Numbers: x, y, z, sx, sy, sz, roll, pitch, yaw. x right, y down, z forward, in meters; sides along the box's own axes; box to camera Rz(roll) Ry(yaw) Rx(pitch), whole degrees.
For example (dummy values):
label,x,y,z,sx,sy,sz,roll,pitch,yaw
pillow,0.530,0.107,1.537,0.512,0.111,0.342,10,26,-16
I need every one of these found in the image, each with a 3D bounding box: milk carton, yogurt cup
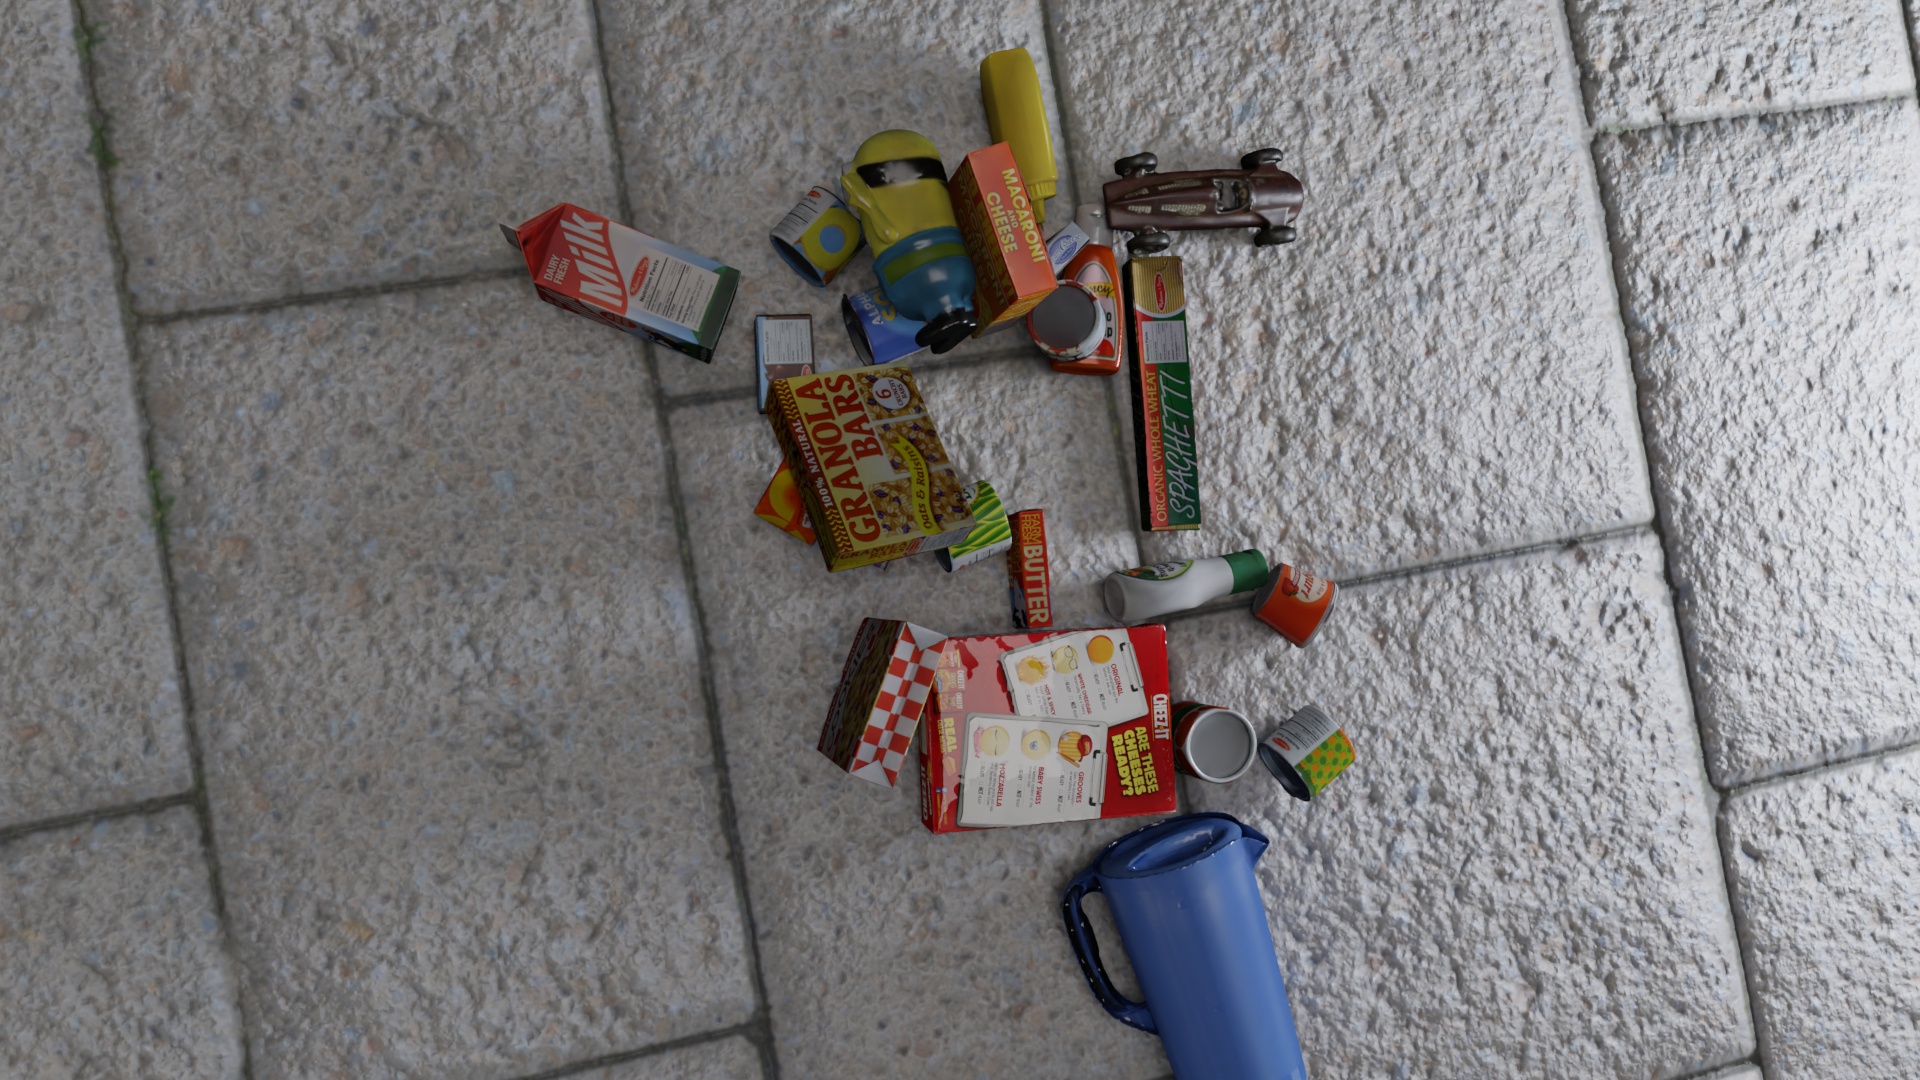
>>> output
label,x,y,z,sx,sy,sz,roll,pitch,yaw
milk carton,-0.284,-0.218,1.147,0.190,0.072,0.073,20,83,-11
yogurt cup,0.300,0.056,1.255,0.054,0.072,0.072,28,82,-1

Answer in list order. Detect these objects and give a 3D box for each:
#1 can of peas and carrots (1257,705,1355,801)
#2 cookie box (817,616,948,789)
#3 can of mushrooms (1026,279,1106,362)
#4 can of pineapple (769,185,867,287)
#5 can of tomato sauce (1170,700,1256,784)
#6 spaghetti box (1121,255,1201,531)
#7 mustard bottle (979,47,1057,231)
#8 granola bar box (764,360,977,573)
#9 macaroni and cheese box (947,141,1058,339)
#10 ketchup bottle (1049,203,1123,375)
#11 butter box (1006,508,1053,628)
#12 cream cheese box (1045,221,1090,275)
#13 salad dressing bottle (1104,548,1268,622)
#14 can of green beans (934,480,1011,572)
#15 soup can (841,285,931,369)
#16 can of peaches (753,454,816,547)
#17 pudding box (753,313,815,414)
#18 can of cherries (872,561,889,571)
label,x,y,z,sx,sy,sz,roll,pitch,yaw
can of peas and carrots,0.312,0.192,1.249,0.059,0.071,0.071,-37,95,-11
cookie box,-0.067,0.126,1.122,0.040,0.167,0.123,22,83,-13
can of mushrooms,0.089,-0.191,1.203,0.071,0.033,0.071,-1,85,12
can of pineapple,-0.120,-0.257,1.186,0.071,0.071,0.058,43,81,-6
can of tomato sauce,0.212,0.178,1.219,0.071,0.083,0.071,1,87,-12
spaghetti box,0.182,-0.132,1.259,0.050,0.028,0.250,-3,87,-12
mustard bottle,0.056,-0.350,1.231,0.049,0.065,0.160,-14,95,-6
granola bar box,-0.075,-0.063,1.141,0.124,0.039,0.166,-12,65,-26
macaroni and cheese box,0.025,-0.247,1.163,0.040,0.166,0.123,-20,91,-12
ketchup bottle,0.116,-0.224,1.243,0.065,0.043,0.149,4,85,-4
butter box,0.059,0.025,1.212,0.024,0.053,0.103,-4,88,-14
cream cheese box,0.073,-0.241,1.205,0.024,0.104,0.053,45,81,-10
salad dressing bottle,0.203,0.038,1.240,0.148,0.064,0.044,-11,101,-20
can of green beans,0.005,-0.013,1.196,0.058,0.071,0.071,-21,91,-12
soup can,-0.052,-0.194,1.194,0.084,0.071,0.071,-24,92,-12
can of peaches,-0.134,-0.037,1.167,0.058,0.071,0.071,30,82,-8
pudding box,-0.151,-0.151,1.191,0.050,0.030,0.083,-3,87,-13
can of cherries,-0.076,-0.015,1.180,0.058,0.071,0.071,26,82,-4
